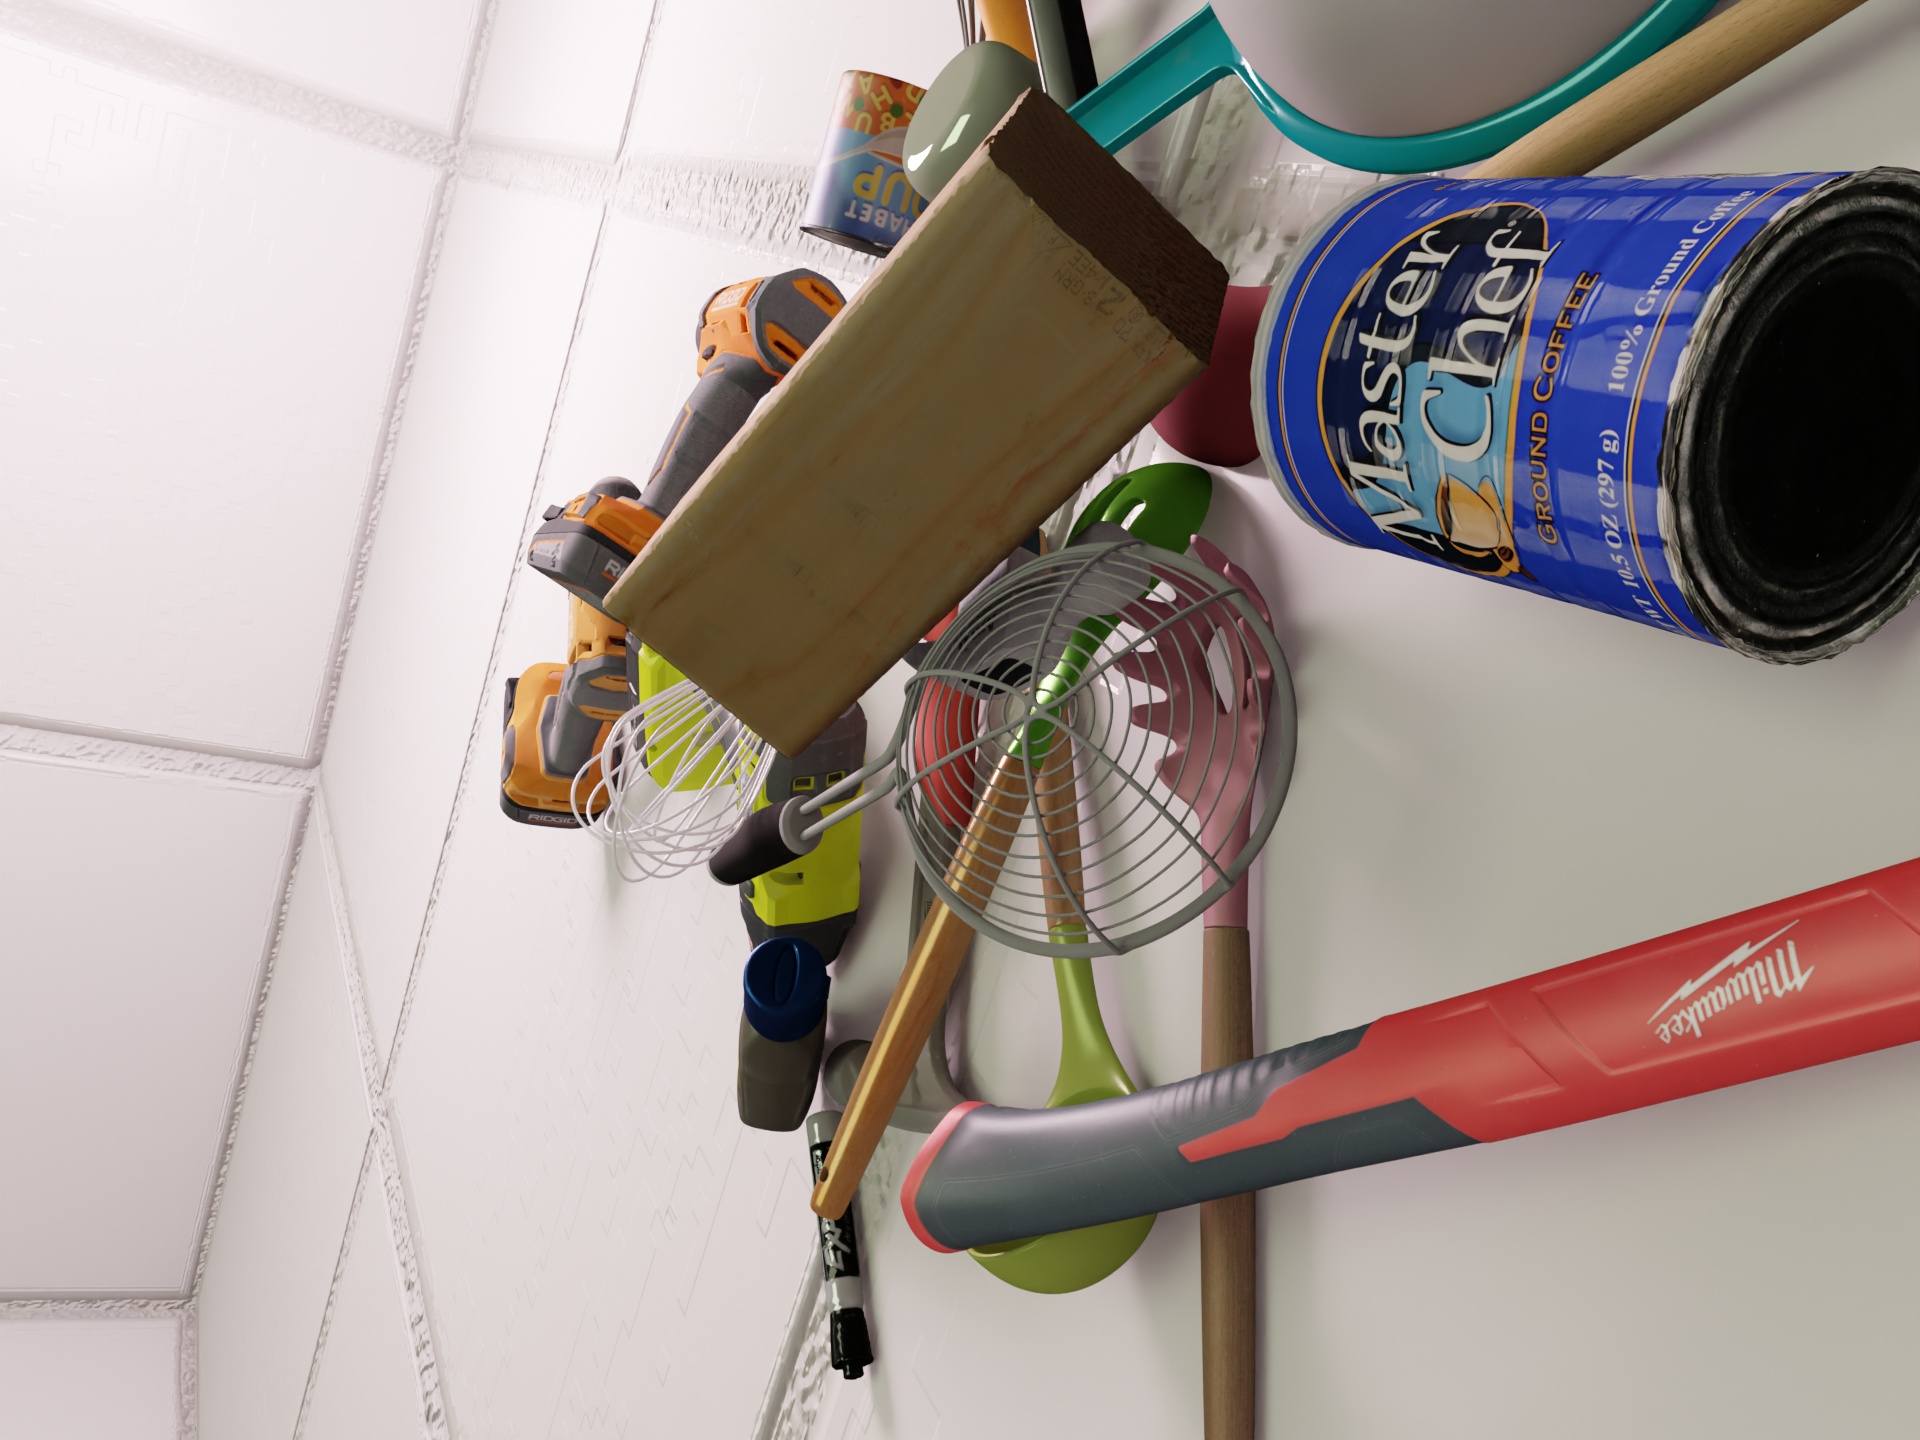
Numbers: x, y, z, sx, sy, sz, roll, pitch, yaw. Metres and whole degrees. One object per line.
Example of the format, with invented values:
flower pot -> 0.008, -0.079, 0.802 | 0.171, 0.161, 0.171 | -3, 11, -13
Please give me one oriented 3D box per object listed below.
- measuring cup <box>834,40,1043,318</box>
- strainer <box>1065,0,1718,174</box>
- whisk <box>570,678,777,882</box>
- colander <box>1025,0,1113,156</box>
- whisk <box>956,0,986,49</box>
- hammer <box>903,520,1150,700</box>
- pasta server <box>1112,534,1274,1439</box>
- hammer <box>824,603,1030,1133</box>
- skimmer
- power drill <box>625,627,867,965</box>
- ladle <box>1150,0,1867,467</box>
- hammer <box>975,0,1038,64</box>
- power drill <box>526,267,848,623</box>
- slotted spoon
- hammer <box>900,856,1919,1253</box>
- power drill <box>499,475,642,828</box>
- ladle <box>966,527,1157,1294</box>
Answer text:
measuring cup -> -0.023, -0.241, 0.734 | 0.167, 0.038, 0.083 | -40, 37, 34
strainer -> 0.092, -0.258, 0.502 | 0.340, 0.095, 0.211 | -24, 65, 43
whisk -> -0.076, -0.029, 0.700 | 0.070, 0.070, 0.285 | -50, 3, 41
colander -> 0.061, -0.370, 0.662 | 0.094, 0.204, 0.397 | -13, 83, 23
whisk -> 0.011, -0.320, 0.787 | 0.055, 0.055, 0.239 | 15, 98, 61
hammer -> 0.021, -0.149, 0.666 | 0.128, 0.033, 0.331 | -37, 39, 41
pasta server -> 0.082, 0.095, 0.522 | 0.060, 0.040, 0.316 | -14, 69, 49
hammer -> -0.001, -0.002, 0.706 | 0.149, 0.036, 0.359 | -13, 69, 59
skimmer -> -0.014, 0.034, 0.589 | 0.363, 0.090, 0.127 | 150, 126, -65
power drill -> -0.113, 0.024, 0.840 | 0.223, 0.080, 0.171 | -129, 38, -52
ladle -> 0.146, -0.148, 0.475 | 0.315, 0.031, 0.069 | -23, 96, 57
hammer -> -0.021, -0.435, 0.681 | 0.034, 0.336, 0.127 | -11, 25, 23
power drill -> -0.167, -0.169, 0.969 | 0.226, 0.084, 0.164 | -58, 27, -7
slotted spoon -> 0.013, 0.039, 0.595 | 0.070, 0.031, 0.314 | 18, 83, 61
hammer -> 0.119, 0.103, 0.389 | 0.386, 0.038, 0.143 | -30, 55, 42
power drill -> -0.267, -0.047, 1.133 | 0.226, 0.084, 0.186 | 128, 143, -48
ladle -> 0.030, 0.053, 0.612 | 0.078, 0.062, 0.320 | -31, 51, 39
